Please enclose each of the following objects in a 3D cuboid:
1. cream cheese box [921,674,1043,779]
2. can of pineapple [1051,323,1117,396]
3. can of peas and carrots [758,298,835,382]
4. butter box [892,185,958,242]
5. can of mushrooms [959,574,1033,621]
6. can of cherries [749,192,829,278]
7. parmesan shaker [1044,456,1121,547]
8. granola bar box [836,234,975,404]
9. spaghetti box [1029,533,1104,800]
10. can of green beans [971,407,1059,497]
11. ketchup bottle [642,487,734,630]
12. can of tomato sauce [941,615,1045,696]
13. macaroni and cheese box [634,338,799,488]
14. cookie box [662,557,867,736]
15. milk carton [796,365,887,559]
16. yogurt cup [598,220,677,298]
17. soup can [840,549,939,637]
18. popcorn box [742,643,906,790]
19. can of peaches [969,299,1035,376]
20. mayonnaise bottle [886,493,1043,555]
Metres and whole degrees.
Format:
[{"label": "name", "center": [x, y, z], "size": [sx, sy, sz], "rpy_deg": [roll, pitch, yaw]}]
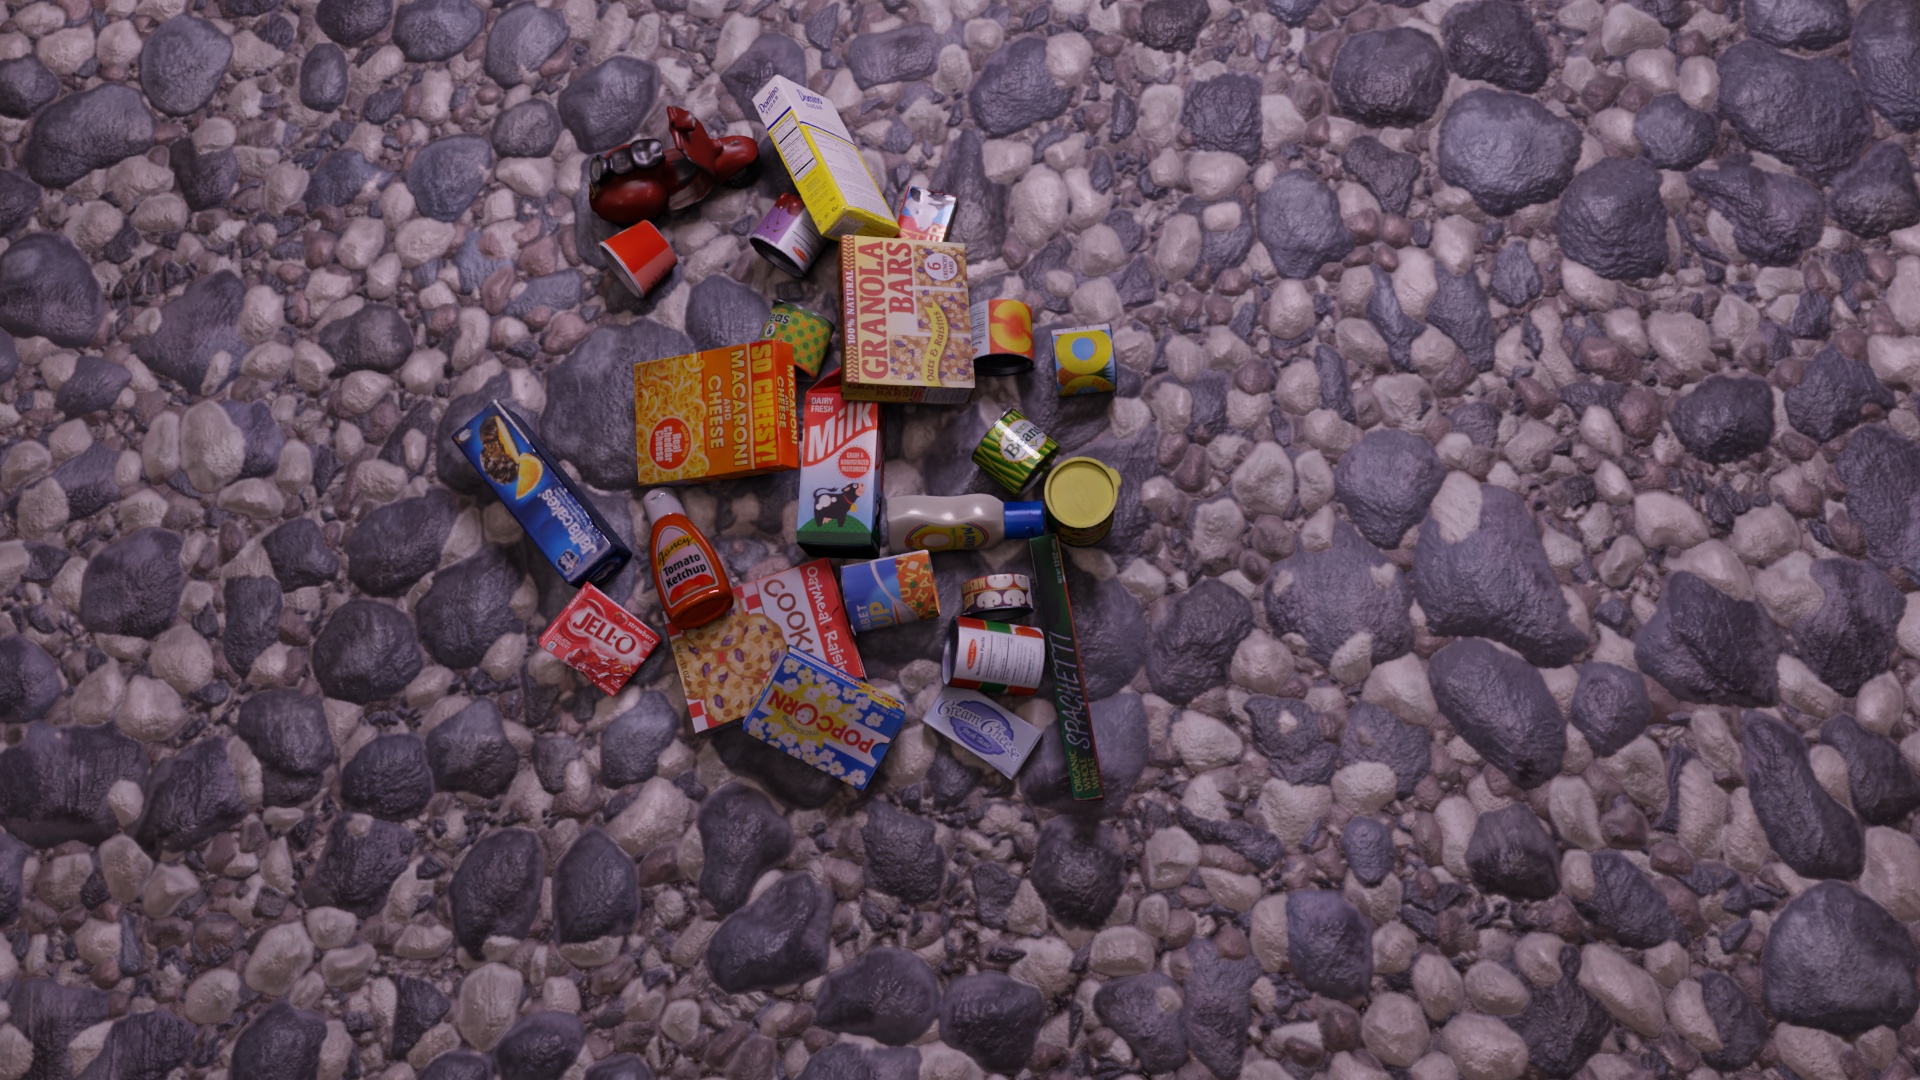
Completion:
[{"label": "cream cheese box", "center": [0.020, 0.175, 1.304], "size": [0.104, 0.024, 0.053], "rpy_deg": [32, 81, 10]}, {"label": "can of pineapple", "center": [0.120, -0.174, 1.352], "size": [0.058, 0.071, 0.071], "rpy_deg": [-6, 78, 3]}, {"label": "can of peas and carrots", "center": [-0.166, -0.197, 1.375], "size": [0.071, 0.071, 0.059], "rpy_deg": [18, 81, 8]}, {"label": "butter box", "center": [-0.041, -0.306, 1.414], "size": [0.053, 0.024, 0.103], "rpy_deg": [16, 79, 7]}, {"label": "can of mushrooms", "center": [0.032, 0.055, 1.307], "size": [0.071, 0.071, 0.033], "rpy_deg": [-7, 77, 3]}, {"label": "can of cherries", "center": [-0.172, -0.309, 1.403], "size": [0.071, 0.071, 0.058], "rpy_deg": [31, 82, 10]}, {"label": "parmesan shaker", "center": [0.115, -0.035, 1.303], "size": [0.071, 0.103, 0.071], "rpy_deg": [-1, 78, 4]}, {"label": "granola bar box", "center": [-0.054, -0.211, 1.336], "size": [0.124, 0.039, 0.166], "rpy_deg": [2, 65, -12]}, {"label": "spaghetti box", "center": [0.099, 0.119, 1.298], "size": [0.029, 0.050, 0.250], "rpy_deg": [-10, 77, 4]}, {"label": "can of green beans", "center": [0.054, -0.084, 1.337], "size": [0.058, 0.071, 0.071], "rpy_deg": [40, 84, 11]}, {"label": "ketchup bottle", "center": [-0.267, 0.013, 1.328], "size": [0.065, 0.043, 0.149], "rpy_deg": [-26, 55, -4]}, {"label": "can of tomato sauce", "center": [0.029, 0.108, 1.289], "size": [0.083, 0.071, 0.071], "rpy_deg": [8, 78, -11]}, {"label": "macaroni and cheese box", "center": [-0.236, -0.121, 1.343], "size": [0.166, 0.040, 0.123], "rpy_deg": [-6, 84, 26]}, {"label": "cookie box", "center": [-0.186, 0.101, 1.327], "size": [0.167, 0.040, 0.123], "rpy_deg": [-18, 77, 0]}, {"label": "milk carton", "center": [-0.113, -0.082, 1.345], "size": [0.073, 0.072, 0.191], "rpy_deg": [2, 78, 4]}, {"label": "yogurt cup", "center": [-0.325, -0.288, 1.411], "size": [0.054, 0.072, 0.072], "rpy_deg": [-40, 78, -13]}, {"label": "soup can", "center": [-0.066, 0.051, 1.316], "size": [0.084, 0.071, 0.071], "rpy_deg": [-11, 78, 2]}, {"label": "popcorn box", "center": [-0.125, 0.162, 1.281], "size": [0.127, 0.038, 0.085], "rpy_deg": [29, 98, -10]}, {"label": "can of peaches", "center": [0.040, -0.199, 1.365], "size": [0.071, 0.071, 0.058], "rpy_deg": [-3, 78, 4]}, {"label": "mayonnaise bottle", "center": [0.005, -0.017, 1.328], "size": [0.148, 0.064, 0.041], "rpy_deg": [-3, 51, 1]}]
